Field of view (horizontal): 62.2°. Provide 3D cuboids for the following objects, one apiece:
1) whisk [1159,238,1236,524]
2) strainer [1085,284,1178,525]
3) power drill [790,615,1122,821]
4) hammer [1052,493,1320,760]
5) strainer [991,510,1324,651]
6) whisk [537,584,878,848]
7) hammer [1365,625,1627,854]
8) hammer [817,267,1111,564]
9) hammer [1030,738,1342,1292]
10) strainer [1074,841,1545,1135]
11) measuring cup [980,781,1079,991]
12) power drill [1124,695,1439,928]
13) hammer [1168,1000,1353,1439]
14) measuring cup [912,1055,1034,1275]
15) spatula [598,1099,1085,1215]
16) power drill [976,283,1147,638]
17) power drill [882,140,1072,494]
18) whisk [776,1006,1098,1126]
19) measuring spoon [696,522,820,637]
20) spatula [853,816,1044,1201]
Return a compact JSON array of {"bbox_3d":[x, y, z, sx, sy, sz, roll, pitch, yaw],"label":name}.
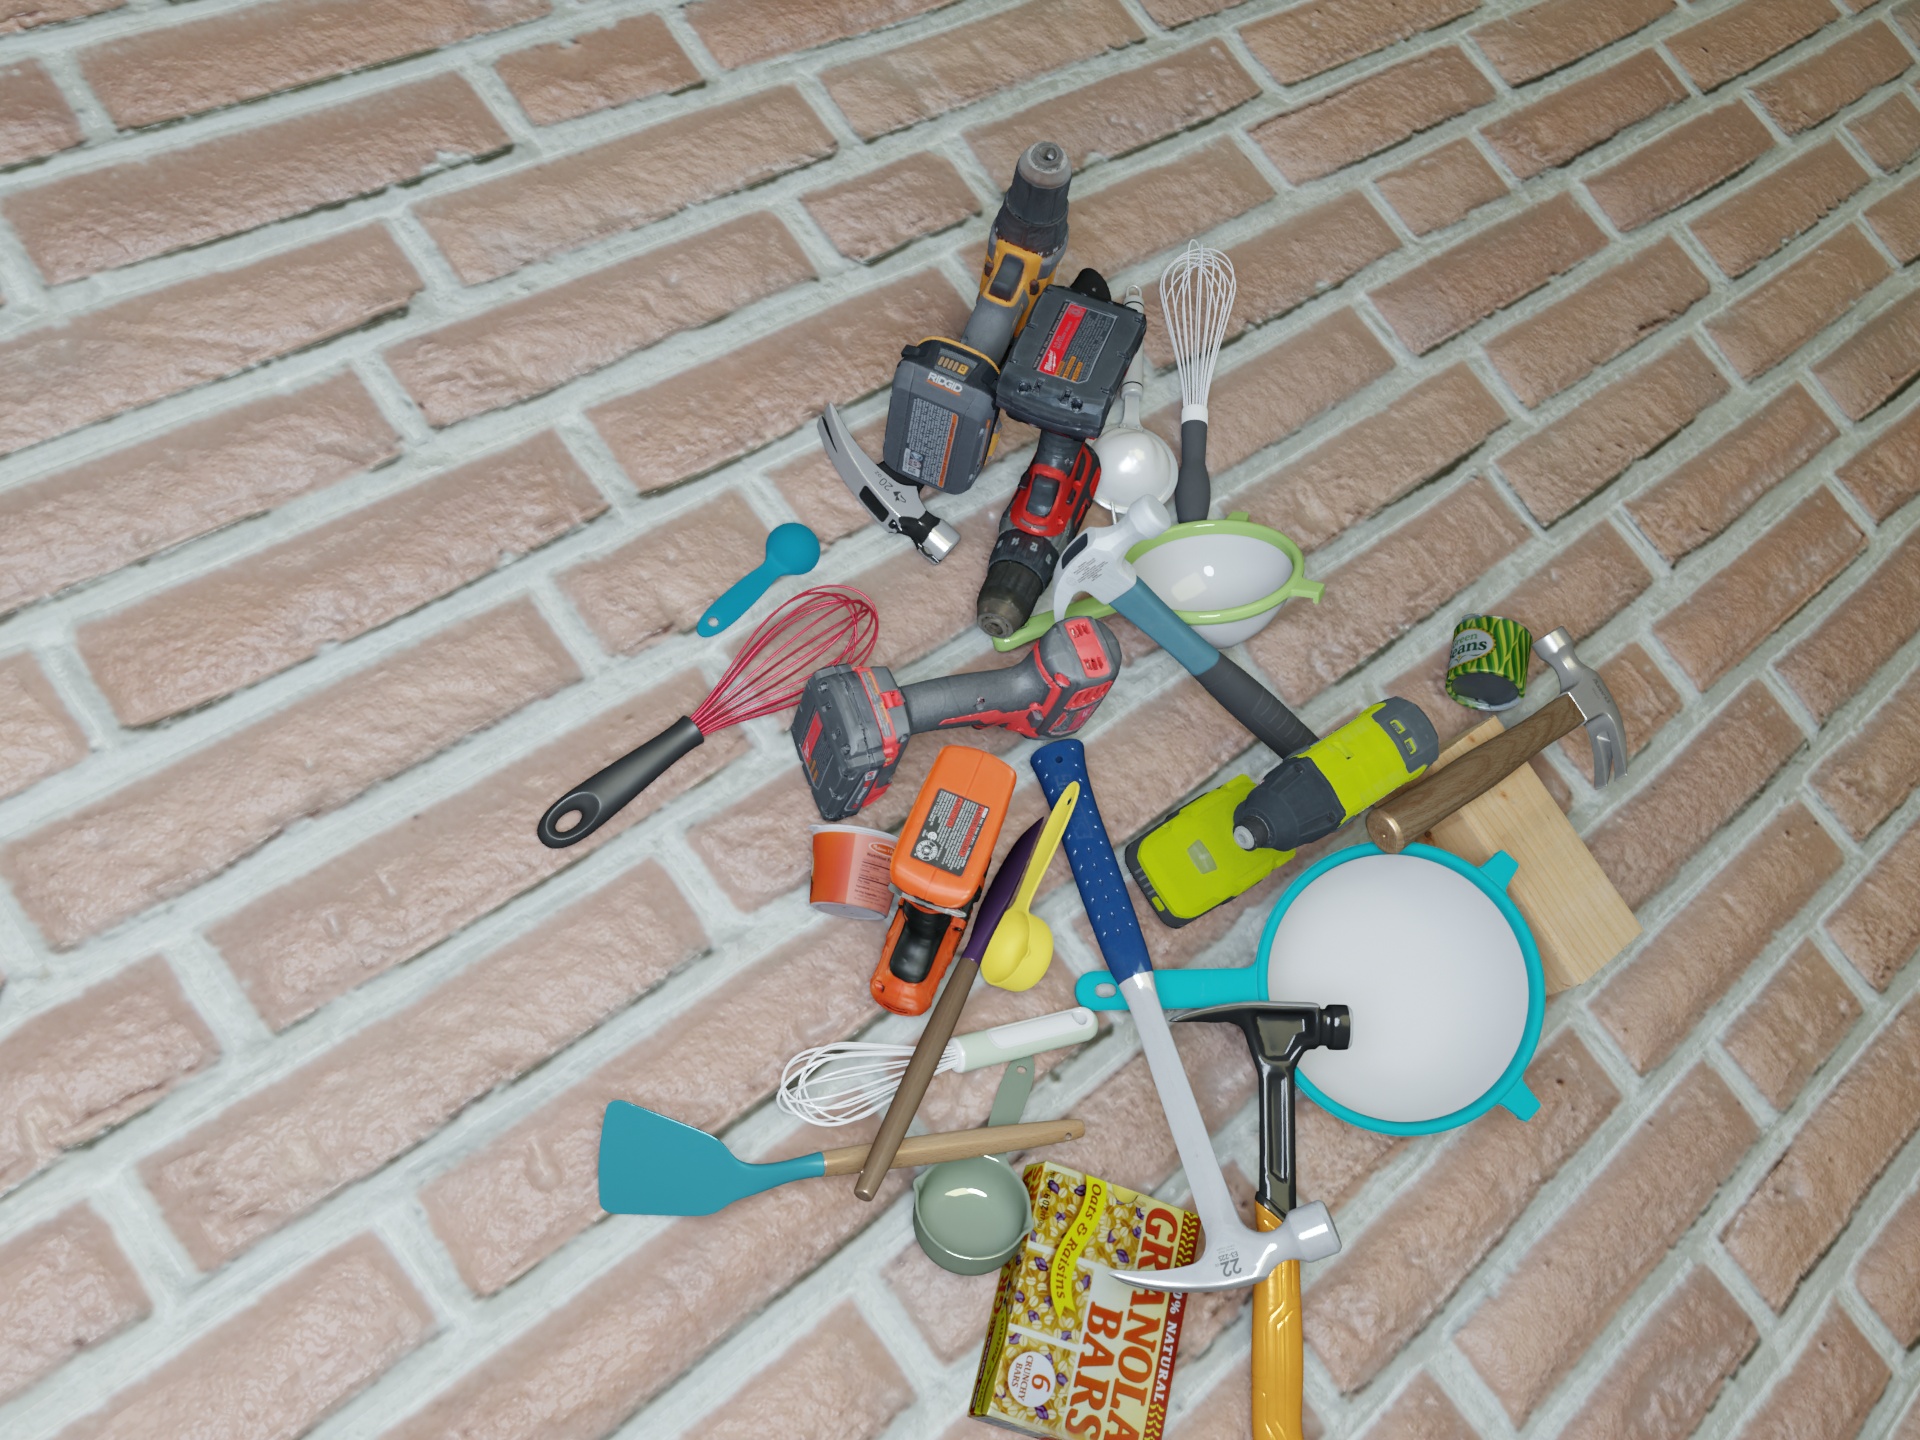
[{"bbox_3d":[0.205,-0.291,1.384,0.070,0.070,0.285,10,70,-18],"label":"whisk"},{"bbox_3d":[0.146,-0.276,1.360,0.087,0.050,0.259,6,62,-4],"label":"strainer"},{"bbox_3d":[-0.002,-0.004,1.134,0.219,0.143,0.079,-15,71,-20],"label":"power drill"},{"bbox_3d":[0.195,-0.037,1.208,0.330,0.128,0.033,37,36,-30],"label":"hammer"},{"bbox_3d":[0.150,-0.081,1.264,0.256,0.069,0.152,-18,35,-9],"label":"strainer"},{"bbox_3d":[-0.170,-0.005,1.107,0.296,0.073,0.073,-39,87,-24],"label":"whisk"},{"bbox_3d":[0.420,0.030,1.236,0.331,0.031,0.130,-24,79,-38],"label":"hammer"},{"bbox_3d":[0.022,-0.278,1.311,0.146,0.035,0.335,42,59,-2],"label":"hammer"},{"bbox_3d":[0.119,0.191,1.099,0.144,0.035,0.406,-23,58,8],"label":"hammer"},{"bbox_3d":[0.253,0.201,1.187,0.340,0.095,0.211,-1,78,-1],"label":"strainer"},{"bbox_3d":[0.061,0.119,1.132,0.029,0.062,0.156,29,77,-27],"label":"measuring cup"},{"bbox_3d":[0.216,0.071,1.136,0.171,0.223,0.080,-28,81,-29],"label":"power drill"},{"bbox_3d":[0.209,0.363,1.088,0.127,0.034,0.337,0,79,1],"label":"hammer"},{"bbox_3d":[0.020,0.297,1.073,0.083,0.038,0.168,18,42,8],"label":"measuring cup"},{"bbox_3d":[-0.067,0.272,1.016,0.317,0.044,0.082,-1,111,-23],"label":"spatula"},{"bbox_3d":[0.063,-0.185,1.181,0.080,0.226,0.188,20,59,8],"label":"power drill"},{"bbox_3d":[0.023,-0.306,1.197,0.084,0.185,0.226,23,64,3],"label":"power drill"},{"bbox_3d":[-0.010,0.228,1.080,0.246,0.059,0.058,-8,44,-29],"label":"whisk"},{"bbox_3d":[-0.149,-0.105,1.174,0.042,0.021,0.129,43,58,-1],"label":"measuring spoon"},{"bbox_3d":[-0.004,0.184,1.063,0.018,0.059,0.316,35,47,-8],"label":"spatula"}]
